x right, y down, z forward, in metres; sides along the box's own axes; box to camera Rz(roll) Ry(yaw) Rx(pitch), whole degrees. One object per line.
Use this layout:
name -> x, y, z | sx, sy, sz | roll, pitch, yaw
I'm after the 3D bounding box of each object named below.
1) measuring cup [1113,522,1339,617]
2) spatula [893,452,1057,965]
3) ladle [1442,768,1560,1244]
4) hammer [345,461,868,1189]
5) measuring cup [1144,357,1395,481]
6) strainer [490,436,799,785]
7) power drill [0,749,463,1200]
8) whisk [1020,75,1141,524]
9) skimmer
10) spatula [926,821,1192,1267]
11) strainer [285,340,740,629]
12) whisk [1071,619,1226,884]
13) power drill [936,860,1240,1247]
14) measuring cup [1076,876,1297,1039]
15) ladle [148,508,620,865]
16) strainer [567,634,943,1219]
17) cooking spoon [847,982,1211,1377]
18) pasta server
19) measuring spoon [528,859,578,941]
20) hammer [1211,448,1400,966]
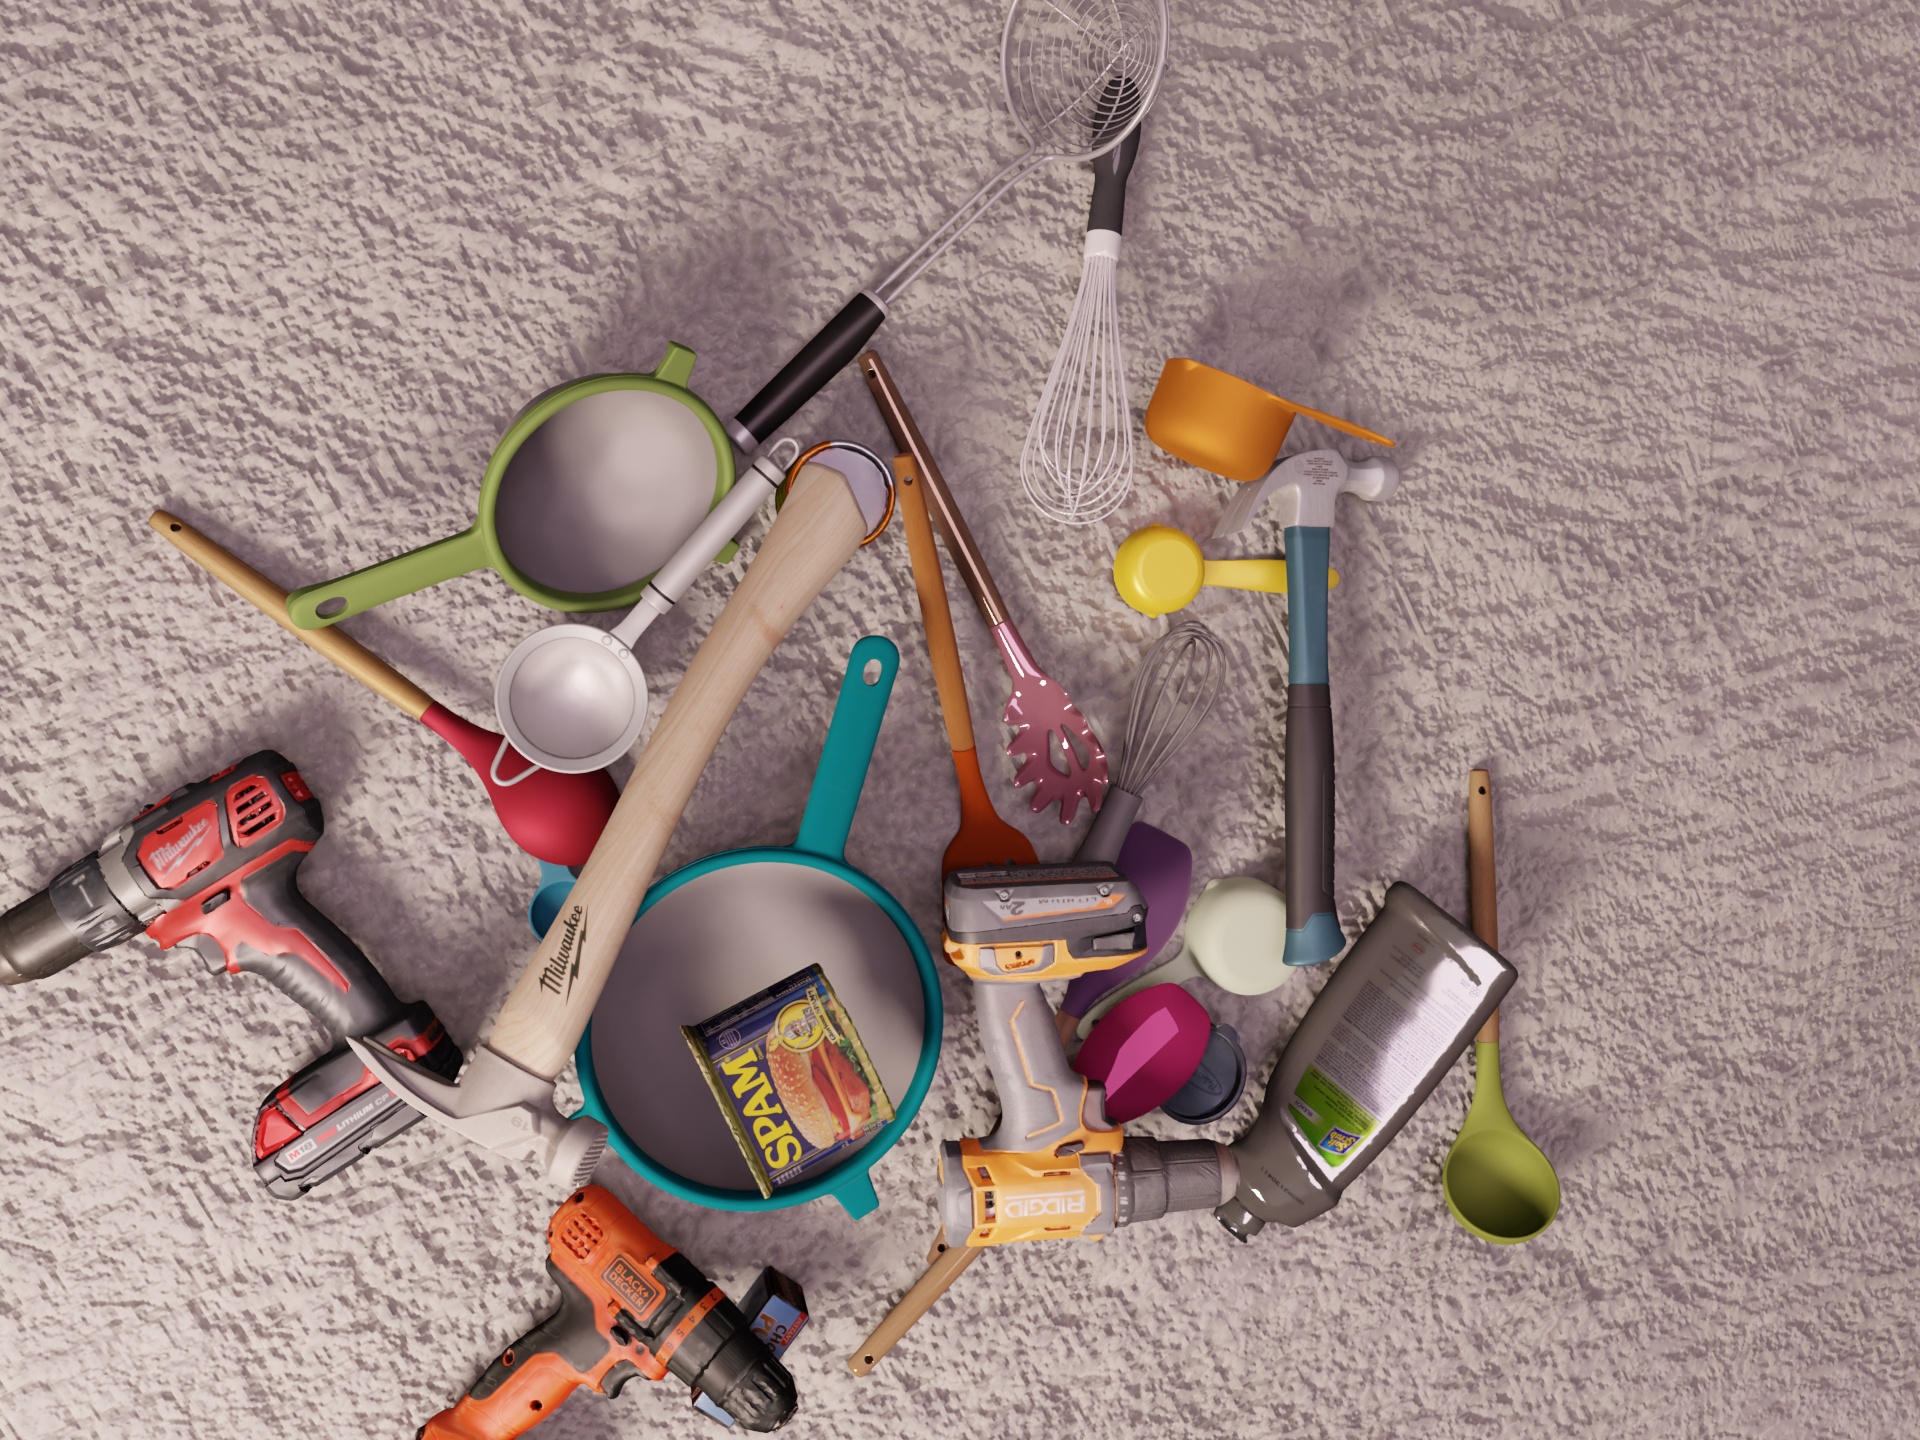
measuring cup -> 0.177, -0.095, 1.031 | 0.156, 0.029, 0.062 | 1, 93, -12
spatula -> -0.002, -0.003, 0.970 | 0.081, 0.041, 0.322 | -12, 110, 1
ladle -> 0.362, 0.194, 1.081 | 0.078, 0.062, 0.320 | -2, 92, -1
hammer -> -0.174, 0.036, 0.875 | 0.146, 0.038, 0.411 | 26, 80, 8
measuring cup -> 0.184, -0.169, 0.961 | 0.095, 0.174, 0.052 | 19, 99, -44
strainer -> -0.179, -0.064, 0.919 | 0.087, 0.050, 0.258 | 41, 91, -8
power drill -> -0.408, 0.153, 0.890 | 0.188, 0.080, 0.226 | -32, 97, -9
whisk -> 0.083, -0.262, 0.987 | 0.070, 0.070, 0.284 | 7, 86, -13
skimmer -> -0.018, -0.307, 0.941 | 0.363, 0.090, 0.127 | -45, 61, -3
spatula -> 0.061, 0.213, 1.027 | 0.060, 0.018, 0.316 | 29, 88, 16
strainer -> -0.255, -0.120, 0.894 | 0.256, 0.069, 0.151 | -24, 137, -17
whisk -> 0.107, 0.047, 1.019 | 0.055, 0.055, 0.239 | 24, 93, -13
power drill -> 0.076, 0.203, 0.963 | 0.185, 0.084, 0.226 | -2, 95, -5
measuring cup -> 0.151, 0.165, 1.037 | 0.167, 0.038, 0.083 | -30, 100, -10
ladle -> -0.328, -0.022, 0.916 | 0.315, 0.031, 0.069 | 37, 65, -8
strainer -> -0.104, 0.112, 0.947 | 0.211, 0.095, 0.340 | 17, 88, -15
cooking spoon -> 0.041, 0.294, 1.009 | 0.068, 0.017, 0.319 | 43, 88, -4
pasta server -> 0.011, -0.084, 0.990 | 0.060, 0.040, 0.316 | -24, 98, 22
measuring spoon -> -0.248, 0.073, 0.954 | 0.042, 0.021, 0.128 | -13, 87, -20
hammer -> 0.225, -0.009, 1.021 | 0.128, 0.033, 0.331 | 0, 88, -24
